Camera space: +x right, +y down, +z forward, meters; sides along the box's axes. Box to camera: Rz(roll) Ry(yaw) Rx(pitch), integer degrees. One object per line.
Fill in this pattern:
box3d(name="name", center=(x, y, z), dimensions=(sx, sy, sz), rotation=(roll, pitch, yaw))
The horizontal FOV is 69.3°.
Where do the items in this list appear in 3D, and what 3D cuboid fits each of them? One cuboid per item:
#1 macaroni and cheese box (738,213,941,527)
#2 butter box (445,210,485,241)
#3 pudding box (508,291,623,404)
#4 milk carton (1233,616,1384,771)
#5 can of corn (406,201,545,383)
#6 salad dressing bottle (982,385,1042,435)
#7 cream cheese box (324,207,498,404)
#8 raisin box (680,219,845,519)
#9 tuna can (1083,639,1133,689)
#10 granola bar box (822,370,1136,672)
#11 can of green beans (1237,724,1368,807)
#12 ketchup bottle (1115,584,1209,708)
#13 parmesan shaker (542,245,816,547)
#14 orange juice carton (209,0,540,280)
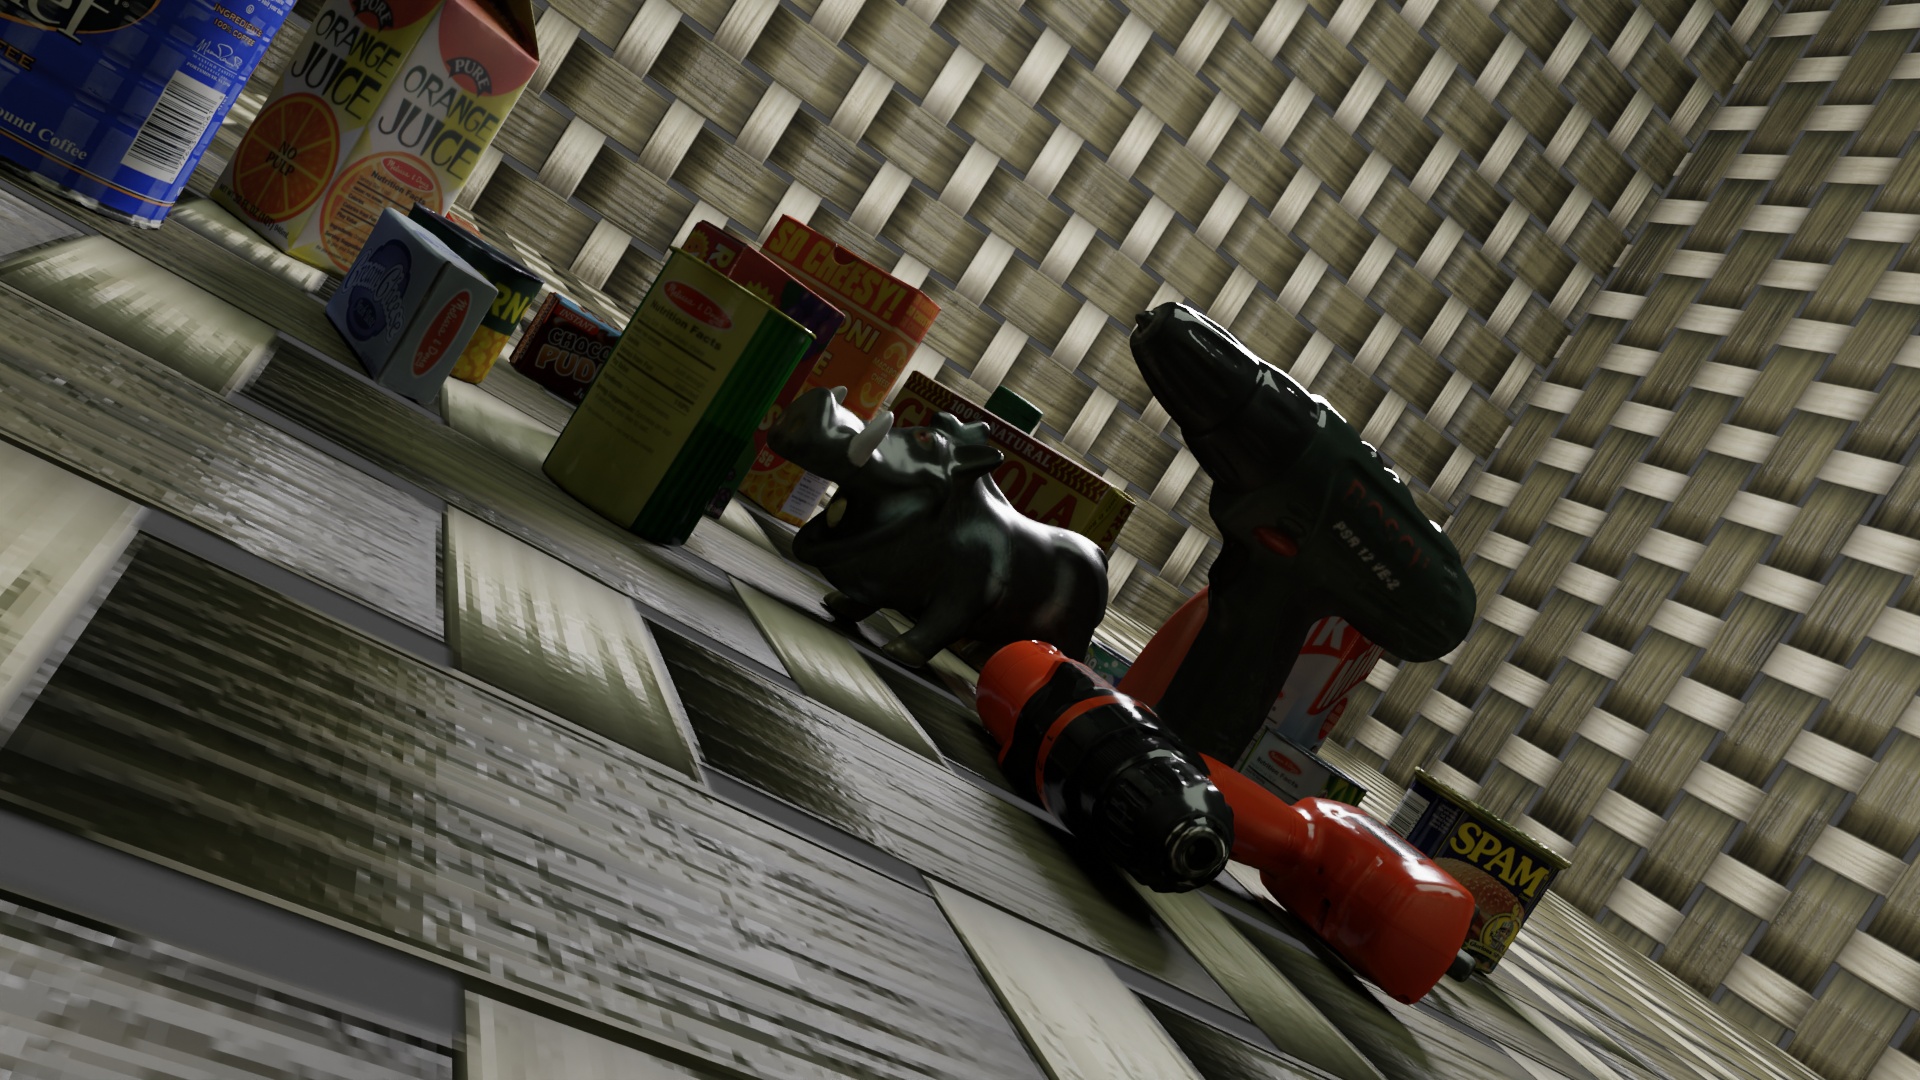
box3d(name="macaroni and cheese box", center=(-0.108, -0.111, 0.892), dimensions=(0.124, 0.166, 0.040), rotation=(34, 3, 27))
box3d(name="butter box", center=(-0.302, -0.162, 0.807), dimensions=(0.024, 0.053, 0.104), rotation=(31, 3, -30))
box3d(name="pudding box", center=(-0.212, -0.102, 0.808), dimensions=(0.083, 0.049, 0.030), rotation=(31, 3, -35))
box3d(name="milk carton", center=(0.206, 0.076, 0.862), dimensions=(0.073, 0.190, 0.072), rotation=(34, 3, 30))
box3d(name="can of corn", center=(-0.235, -0.112, 0.640), dimensions=(0.071, 0.058, 0.071), rotation=(32, 3, -2))
box3d(name="salad dressing bottle", center=(0.001, -0.033, 0.929), dimensions=(0.064, 0.147, 0.044), rotation=(30, 3, -46))
box3d(name="cream cheese box", center=(-0.221, -0.096, 0.554), dimensions=(0.024, 0.053, 0.104), rotation=(31, 3, -41))
box3d(name="raisin box", center=(-0.122, -0.081, 0.676), dimensions=(0.040, 0.123, 0.086), rotation=(34, 3, 34))
box3d(name="tuna can", center=(0.114, 0.102, 1.013), dimensions=(0.071, 0.033, 0.071), rotation=(32, 3, -2))
box3d(name="granola bar box", center=(0.003, -0.010, 0.800), dimensions=(0.166, 0.124, 0.039), rotation=(34, 3, 37))
box3d(name="can of green beans", center=(0.186, 0.146, 0.786), dimensions=(0.071, 0.058, 0.071), rotation=(32, 3, -2))
box3d(name="ketchup bottle", center=(0.140, 0.063, 0.794), dimensions=(0.065, 0.148, 0.043), rotation=(35, 3, 41))
box3d(name="parmesan shaker", center=(-0.115, -0.058, 0.561), dimensions=(0.071, 0.103, 0.071), rotation=(32, 2, -2))
box3d(name="orange juice carton", center=(-0.288, -0.230, 0.713), dimensions=(0.072, 0.192, 0.073), rotation=(34, 3, 24))
